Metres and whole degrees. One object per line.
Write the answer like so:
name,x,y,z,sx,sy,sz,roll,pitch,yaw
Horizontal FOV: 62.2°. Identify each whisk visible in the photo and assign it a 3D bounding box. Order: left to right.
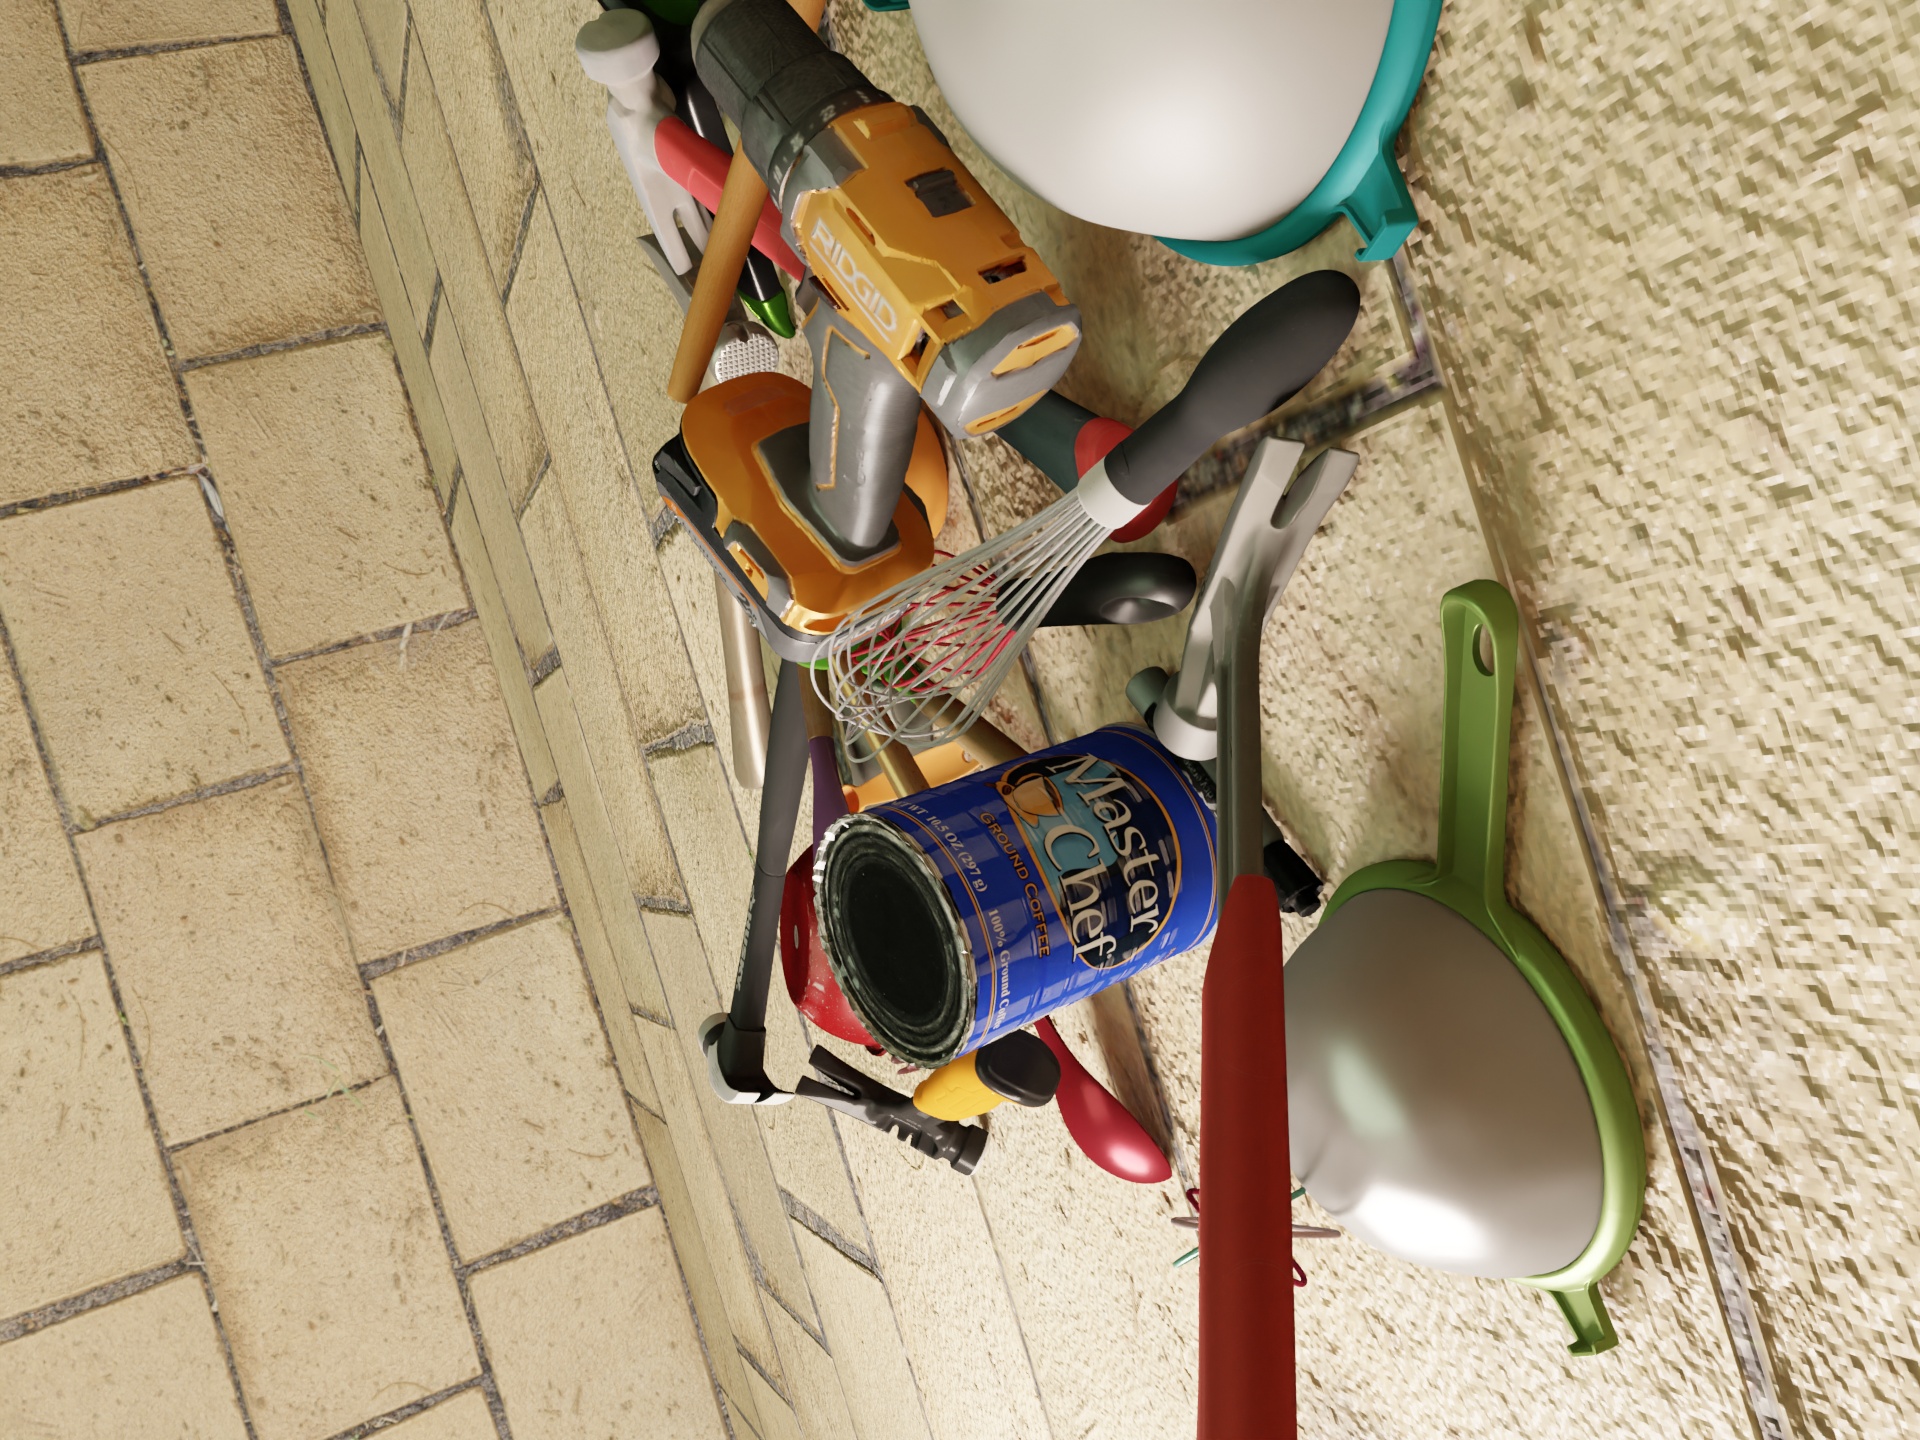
whisk,0.018,-0.049,0.701,0.296,0.073,0.073,-2,105,66
whisk,0.035,-0.063,0.569,0.284,0.070,0.070,-39,68,43
whisk,0.108,0.191,0.591,0.047,0.051,0.244,46,175,20

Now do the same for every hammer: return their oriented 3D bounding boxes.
hammer,-0.150,-0.110,1.025,0.410,0.038,0.146,93,153,-47
hammer,-0.116,0.079,1.000,0.146,0.035,0.335,-152,70,-69
hammer,-0.045,-0.184,0.713,0.387,0.038,0.143,44,164,32
hammer,-0.014,0.201,0.870,0.127,0.034,0.336,27,159,-2
hammer,0.084,0.091,0.455,0.149,0.036,0.359,104,174,-54

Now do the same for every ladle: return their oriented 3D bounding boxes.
ladle,0.012,0.098,0.802,0.315,0.031,0.069,60,160,6

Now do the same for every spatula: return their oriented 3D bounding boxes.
spatula,-0.074,-0.279,0.635,0.081,0.041,0.322,-59,-7,-64
spatula,-0.085,-0.011,0.925,0.059,0.018,0.316,-42,51,53

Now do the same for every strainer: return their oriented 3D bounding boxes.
strainer,0.010,-0.256,0.527,0.341,0.095,0.210,33,136,56
strainer,0.140,0.081,0.503,0.152,0.069,0.256,40,143,53

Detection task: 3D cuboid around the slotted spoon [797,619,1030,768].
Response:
slotted spoon,-0.001,-0.003,0.809,0.314,0.070,0.031,40,164,44

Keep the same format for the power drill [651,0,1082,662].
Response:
power drill,-0.058,-0.147,0.619,0.185,0.084,0.226,53,148,12

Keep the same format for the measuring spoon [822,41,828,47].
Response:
measuring spoon,-0.068,-0.279,0.810,0.034,0.018,0.124,48,141,46

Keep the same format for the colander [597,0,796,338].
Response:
colander,-0.121,-0.367,0.788,0.205,0.094,0.396,42,162,36

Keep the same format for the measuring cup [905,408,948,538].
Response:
measuring cup,-0.053,-0.111,0.845,0.095,0.052,0.173,68,159,12

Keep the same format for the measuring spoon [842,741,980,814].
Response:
measuring spoon,-0.026,0.031,0.879,0.117,0.011,0.021,-23,83,39

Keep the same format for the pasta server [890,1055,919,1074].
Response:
pasta server,0.003,0.123,0.902,0.316,0.040,0.060,110,153,-55
